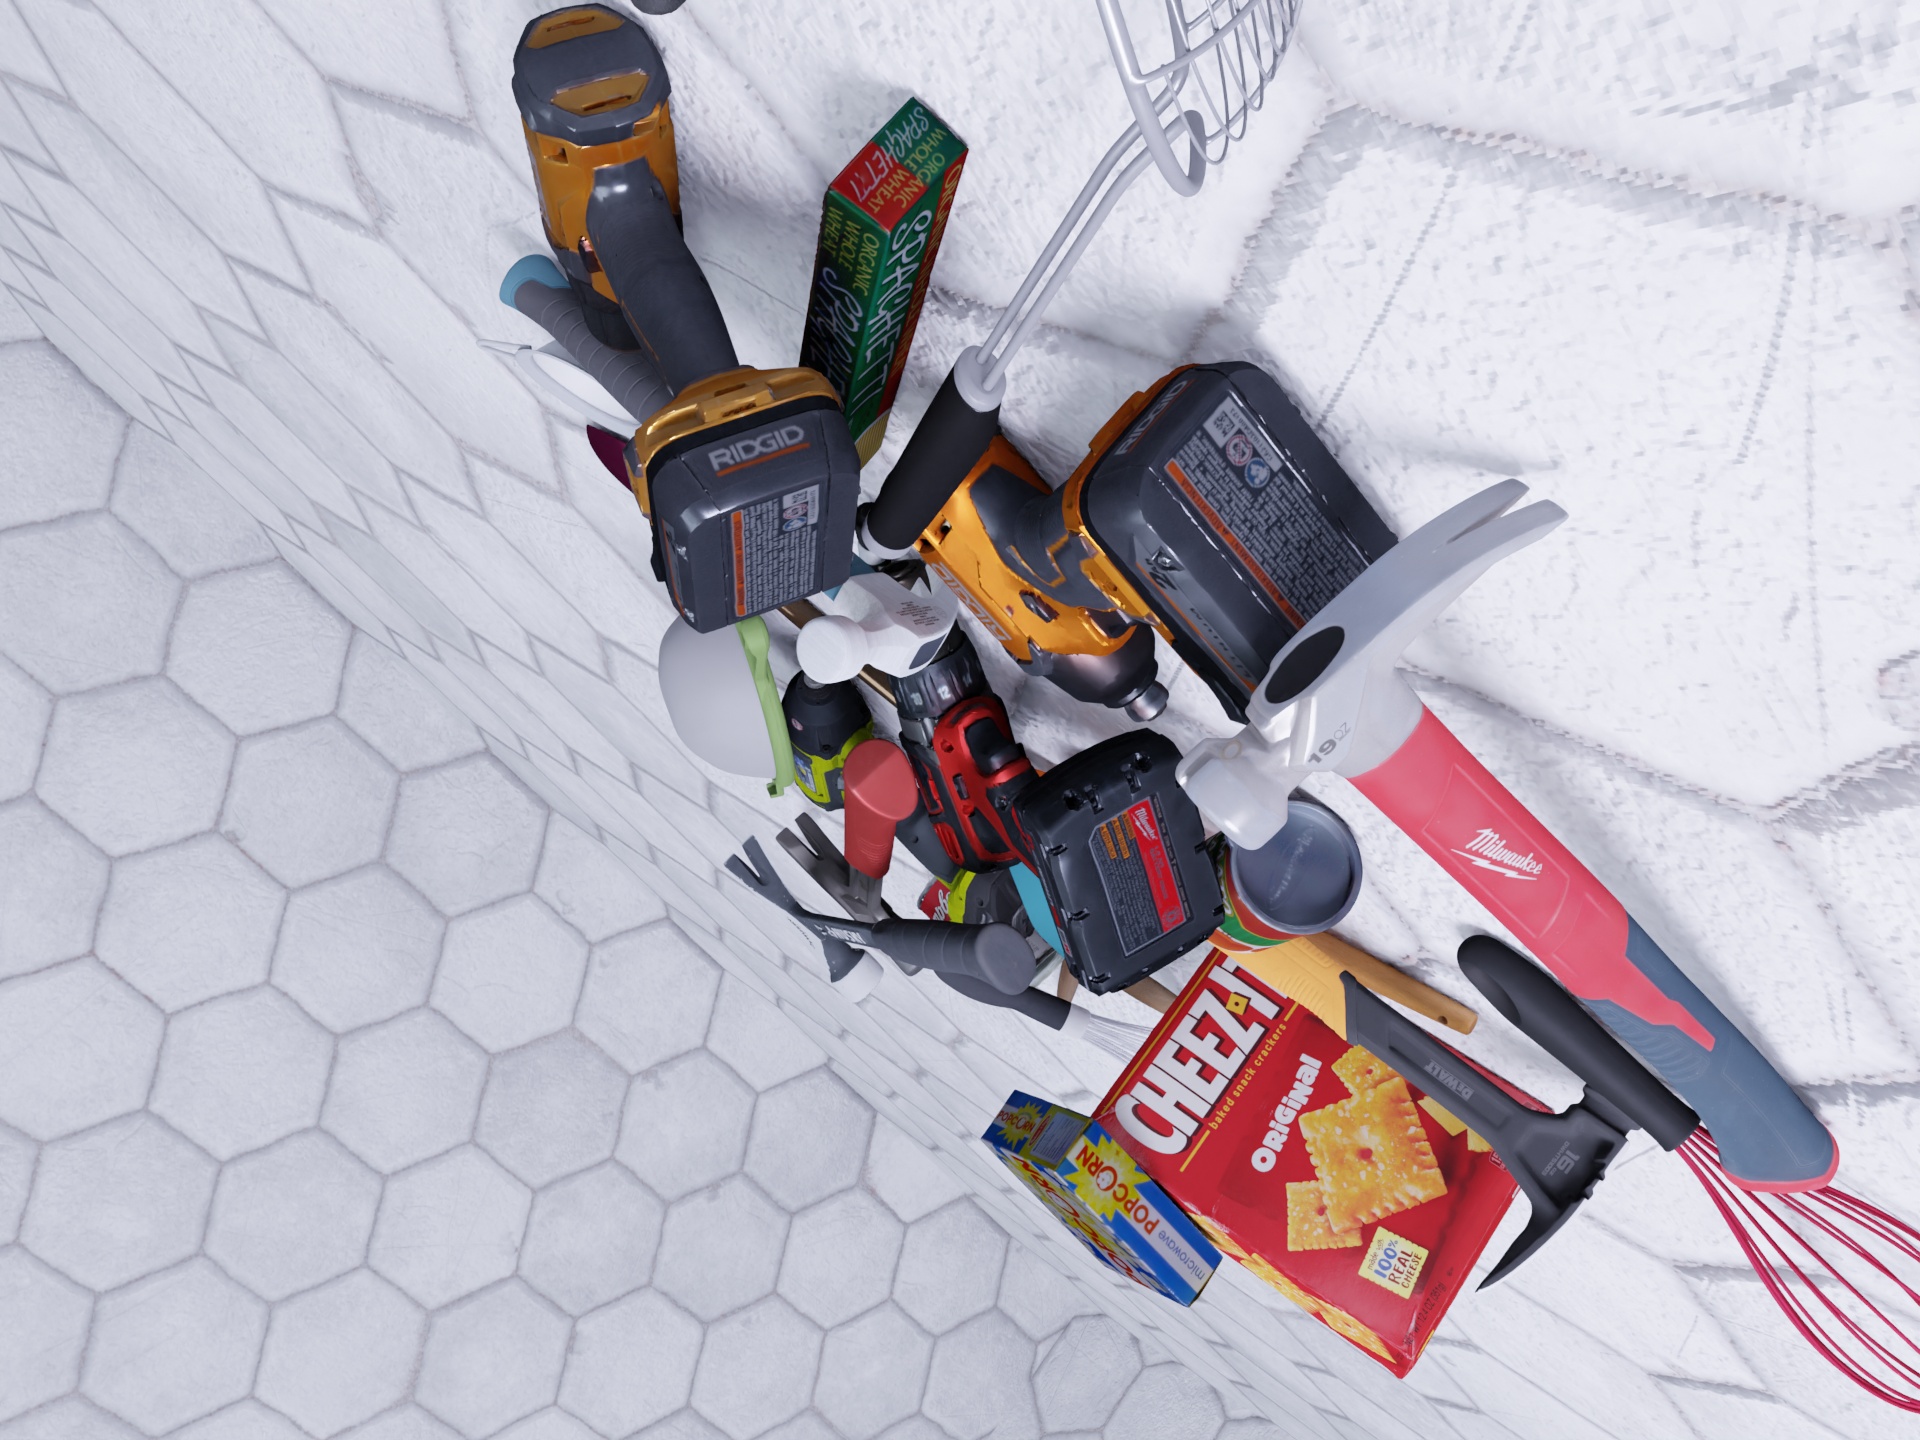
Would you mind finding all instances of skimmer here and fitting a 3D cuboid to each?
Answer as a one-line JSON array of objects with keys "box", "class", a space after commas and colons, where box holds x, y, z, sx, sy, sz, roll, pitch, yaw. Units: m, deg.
[{"box": [-0.001, -0.138, 0.473, 0.090, 0.127, 0.363, 2, 159, -19], "class": "skimmer"}]

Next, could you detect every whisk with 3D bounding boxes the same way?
[{"box": [0.348, 0.203, 0.729, 0.296, 0.073, 0.073, 42, 163, 14], "class": "whisk"}, {"box": [0.109, 0.226, 1.125, 0.284, 0.070, 0.070, 24, 162, -4], "class": "whisk"}]

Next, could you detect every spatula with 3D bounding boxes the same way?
[{"box": [0.111, 0.157, 1.044, 0.082, 0.044, 0.317, 18, 169, 28], "class": "spatula"}, {"box": [0.141, 0.104, 0.917, 0.323, 0.041, 0.081, 26, 133, 31], "class": "spatula"}, {"box": [0.091, 0.179, 1.225, 0.060, 0.018, 0.315, 46, 163, 17], "class": "spatula"}]

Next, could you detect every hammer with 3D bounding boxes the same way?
[{"box": [-0.127, -0.136, 0.801, 0.331, 0.128, 0.033, 44, 119, 21], "class": "hammer"}, {"box": [0.248, 0.075, 0.591, 0.386, 0.143, 0.038, 38, -167, -30], "class": "hammer"}, {"box": [-0.051, 0.133, 1.003, 0.149, 0.036, 0.409, 47, 162, -11], "class": "hammer"}, {"box": [0.181, 0.143, 0.842, 0.337, 0.127, 0.034, 38, 173, 25], "class": "hammer"}, {"box": [-0.066, 0.076, 1.031, 0.149, 0.037, 0.359, 45, 164, 11], "class": "hammer"}]

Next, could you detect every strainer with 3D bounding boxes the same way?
[{"box": [-0.158, -0.026, 1.026, 0.256, 0.069, 0.151, 136, 116, -78], "class": "strainer"}, {"box": [-0.154, -0.151, 0.908, 0.258, 0.050, 0.087, 38, 168, -11], "class": "strainer"}]

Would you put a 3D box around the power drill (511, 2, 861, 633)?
[{"box": [-0.121, -0.153, 0.672, 0.185, 0.084, 0.226, 108, 139, -69], "class": "power drill"}]

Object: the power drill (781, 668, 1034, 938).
[{"box": [-0.033, 0.057, 1.094, 0.223, 0.080, 0.171, 39, 161, 17], "class": "power drill"}]

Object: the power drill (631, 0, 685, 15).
[{"box": [-0.172, -0.317, 0.506, 0.220, 0.078, 0.143, 31, 160, 18], "class": "power drill"}]

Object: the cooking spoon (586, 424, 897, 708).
[{"box": [-0.123, -0.086, 1.029, 0.319, 0.017, 0.068, 39, 163, 4], "class": "cooking spoon"}]

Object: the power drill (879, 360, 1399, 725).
[{"box": [0.071, -0.055, 0.632, 0.164, 0.084, 0.226, 46, 165, -20], "class": "power drill"}]

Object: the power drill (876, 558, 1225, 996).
[{"box": [0.028, 0.021, 0.819, 0.227, 0.080, 0.187, 34, 147, 59], "class": "power drill"}]

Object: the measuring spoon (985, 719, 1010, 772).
[{"box": [-0.001, -0.003, 0.935, 0.128, 0.021, 0.042, 57, 154, -7], "class": "measuring spoon"}]
